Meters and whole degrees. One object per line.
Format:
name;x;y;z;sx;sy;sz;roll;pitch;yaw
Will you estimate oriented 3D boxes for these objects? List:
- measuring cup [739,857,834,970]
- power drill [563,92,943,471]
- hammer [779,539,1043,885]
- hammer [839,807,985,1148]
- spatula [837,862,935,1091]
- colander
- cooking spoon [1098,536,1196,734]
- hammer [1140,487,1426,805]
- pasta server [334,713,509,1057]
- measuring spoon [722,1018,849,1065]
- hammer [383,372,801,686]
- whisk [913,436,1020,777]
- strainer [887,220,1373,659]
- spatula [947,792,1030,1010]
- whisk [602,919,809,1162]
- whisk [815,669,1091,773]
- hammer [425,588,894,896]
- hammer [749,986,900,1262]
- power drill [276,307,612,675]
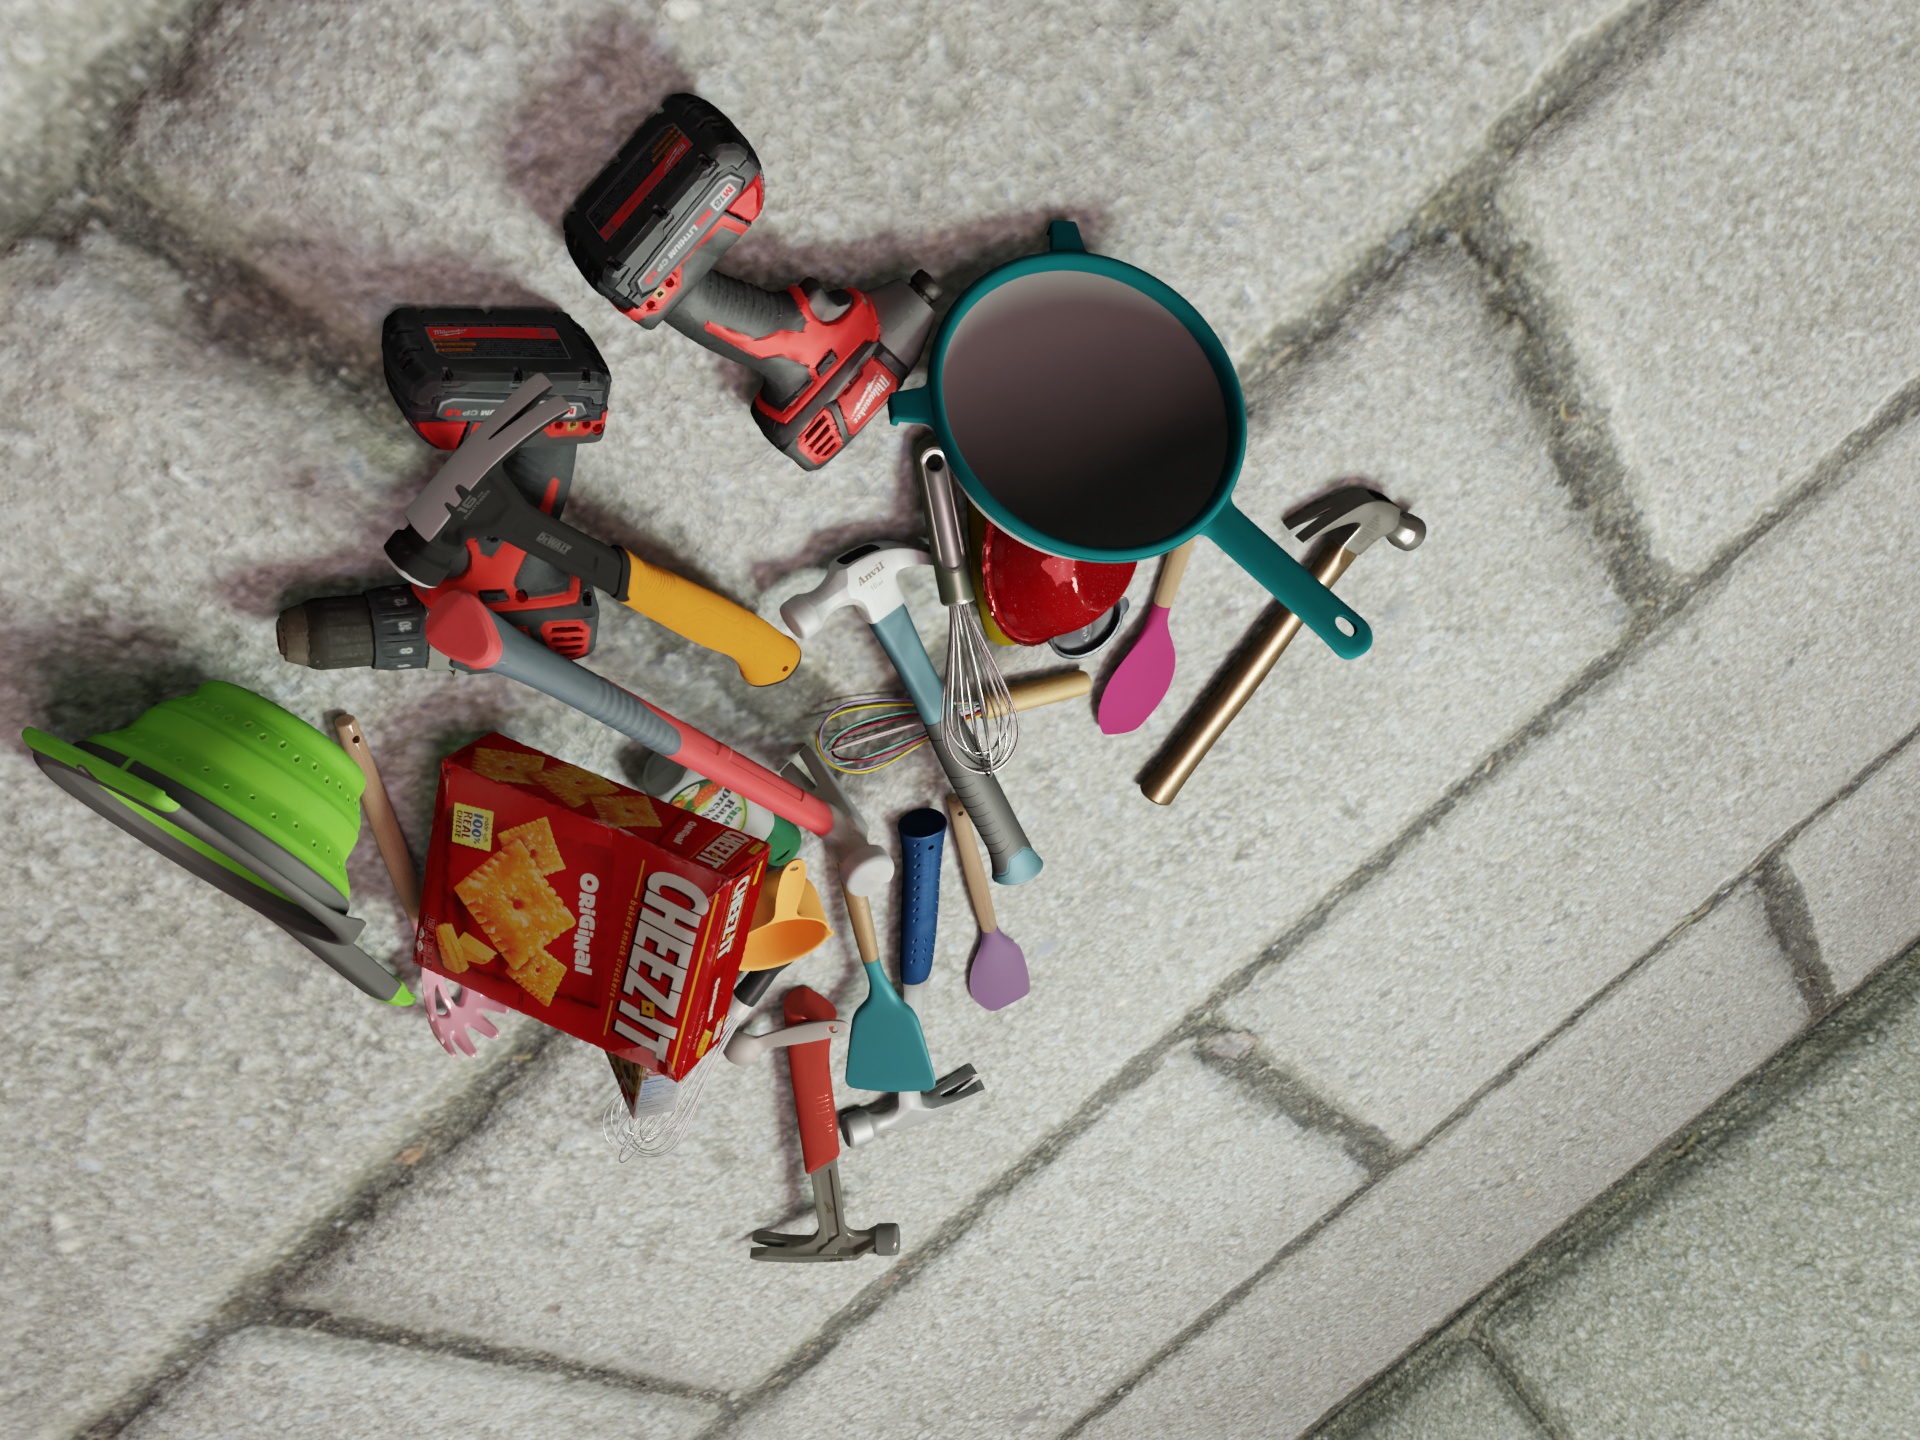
measuring cup;-0.144;0.133;1.235;0.095;0.052;0.173;-10;148;-21
power drill;-0.109;-0.252;0.933;0.143;0.079;0.219;-45;140;9
hammer;-0.013;0.005;1.195;0.128;0.033;0.330;-39;126;-17
hammer;-0.037;0.237;1.438;0.144;0.035;0.405;-15;133;-21
spatula;-0.080;0.187;1.332;0.082;0.044;0.317;-1;126;12
colander;-0.417;0.081;1.012;0.094;0.204;0.396;-61;162;-23
cooking spoon;0.169;-0.116;1.272;0.068;0.017;0.318;-8;131;-29
hammer;0.260;-0.058;1.371;0.130;0.031;0.331;17;117;-41
pasta server;-0.381;0.121;1.113;0.060;0.040;0.316;-42;144;-36
measuring spoon;-0.152;0.277;1.369;0.124;0.018;0.034;-16;120;21
hammer;-0.188;-0.088;0.967;0.127;0.034;0.336;-47;152;7
whisk;-0.001;-0.076;1.115;0.058;0.059;0.246;-13;106;-7
strainer;0.119;-0.147;1.035;0.211;0.340;0.095;-51;-176;-22
spatula;0.019;0.171;1.429;0.060;0.018;0.315;-25;137;-11
whisk;-0.206;0.264;1.341;0.070;0.070;0.284;28;104;-45
whisk;-0.001;-0.002;1.246;0.245;0.047;0.051;-14;132;-27
hammer;-0.191;0.004;1.042;0.038;0.143;0.385;-46;139;8
hammer;-0.141;0.387;1.484;0.149;0.037;0.358;-2;126;2
power drill;-0.299;-0.120;0.927;0.187;0.080;0.226;-7;133;-28
